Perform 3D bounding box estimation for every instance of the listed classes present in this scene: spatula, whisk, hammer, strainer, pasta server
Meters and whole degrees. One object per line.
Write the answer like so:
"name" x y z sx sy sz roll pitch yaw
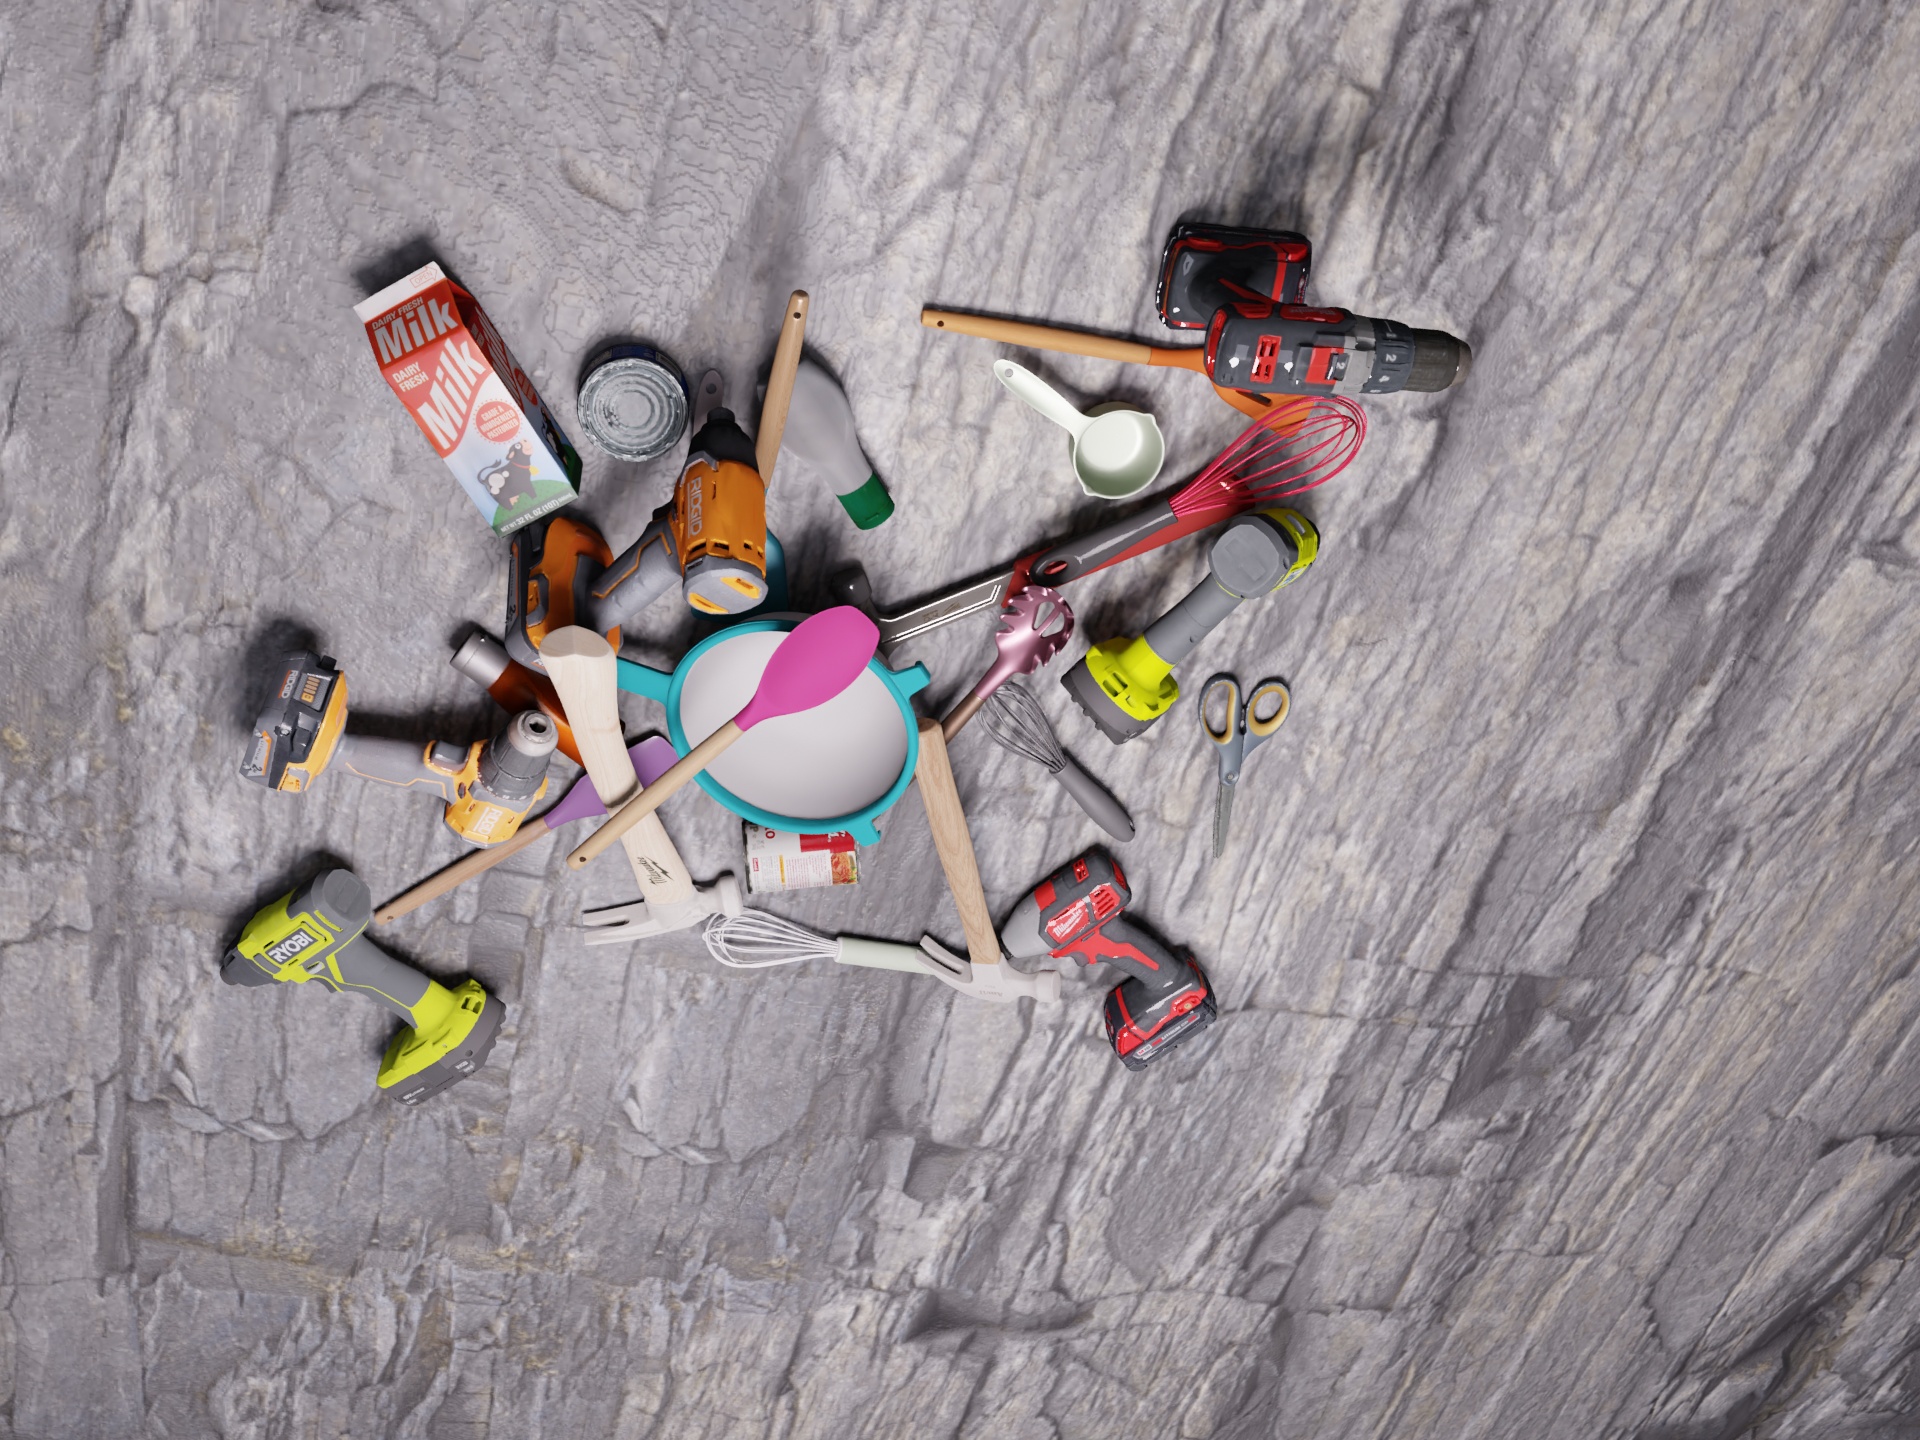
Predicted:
"spatula" -0.385 0.104 1.408 0.316 0.018 0.059 -29 133 7
"whisk" -0.124 0.217 1.513 0.246 0.058 0.059 11 152 -20
"hammer" -0.002 0.134 1.437 0.130 0.031 0.331 0 128 21
"whisk" 0.091 0.042 1.445 0.055 0.055 0.238 -38 124 12
"whisk" 0.189 -0.179 1.283 0.296 0.073 0.073 -25 122 13
"spatula" 0.127 -0.289 1.257 0.322 0.041 0.081 6 131 -13
"spatula" -0.149 -0.194 1.228 0.082 0.044 0.317 6 140 -14
"hammer" -0.285 0.066 1.306 0.146 0.038 0.410 -12 144 -4
"strainer" -0.192 -0.034 1.330 0.340 0.095 0.210 18 126 0
"hammer" 0.079 -0.121 1.351 0.359 0.037 0.149 -21 122 3
"pasta server" -0.002 -0.004 1.369 0.060 0.040 0.316 48 123 9

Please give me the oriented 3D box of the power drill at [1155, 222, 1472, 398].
"power drill" 0.250 -0.294 1.167 0.188 0.227 0.080 2 120 -11

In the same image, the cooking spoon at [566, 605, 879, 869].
"cooking spoon" -0.193 0.018 1.249 0.319 0.017 0.068 -39 124 12

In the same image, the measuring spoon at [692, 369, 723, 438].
"measuring spoon" -0.203 -0.217 1.257 0.034 0.018 0.124 6 112 -14

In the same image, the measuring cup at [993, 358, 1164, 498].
"measuring cup" 0.090 -0.245 1.280 0.167 0.038 0.083 32 110 -23

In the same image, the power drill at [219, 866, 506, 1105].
"power drill" -0.537 0.242 1.425 0.171 0.080 0.223 -31 118 24

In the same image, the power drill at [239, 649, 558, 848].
"power drill" -0.443 0.020 1.278 0.226 0.084 0.185 21 144 -22

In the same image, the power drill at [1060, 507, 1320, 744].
"power drill" 0.205 -0.089 1.331 0.228 0.190 0.080 -45 81 25

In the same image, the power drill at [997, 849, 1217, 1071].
"power drill" 0.141 0.236 1.554 0.143 0.079 0.219 -36 117 11

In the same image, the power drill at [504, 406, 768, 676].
"power drill" -0.240 -0.134 1.202 0.226 0.164 0.084 -21 150 30
